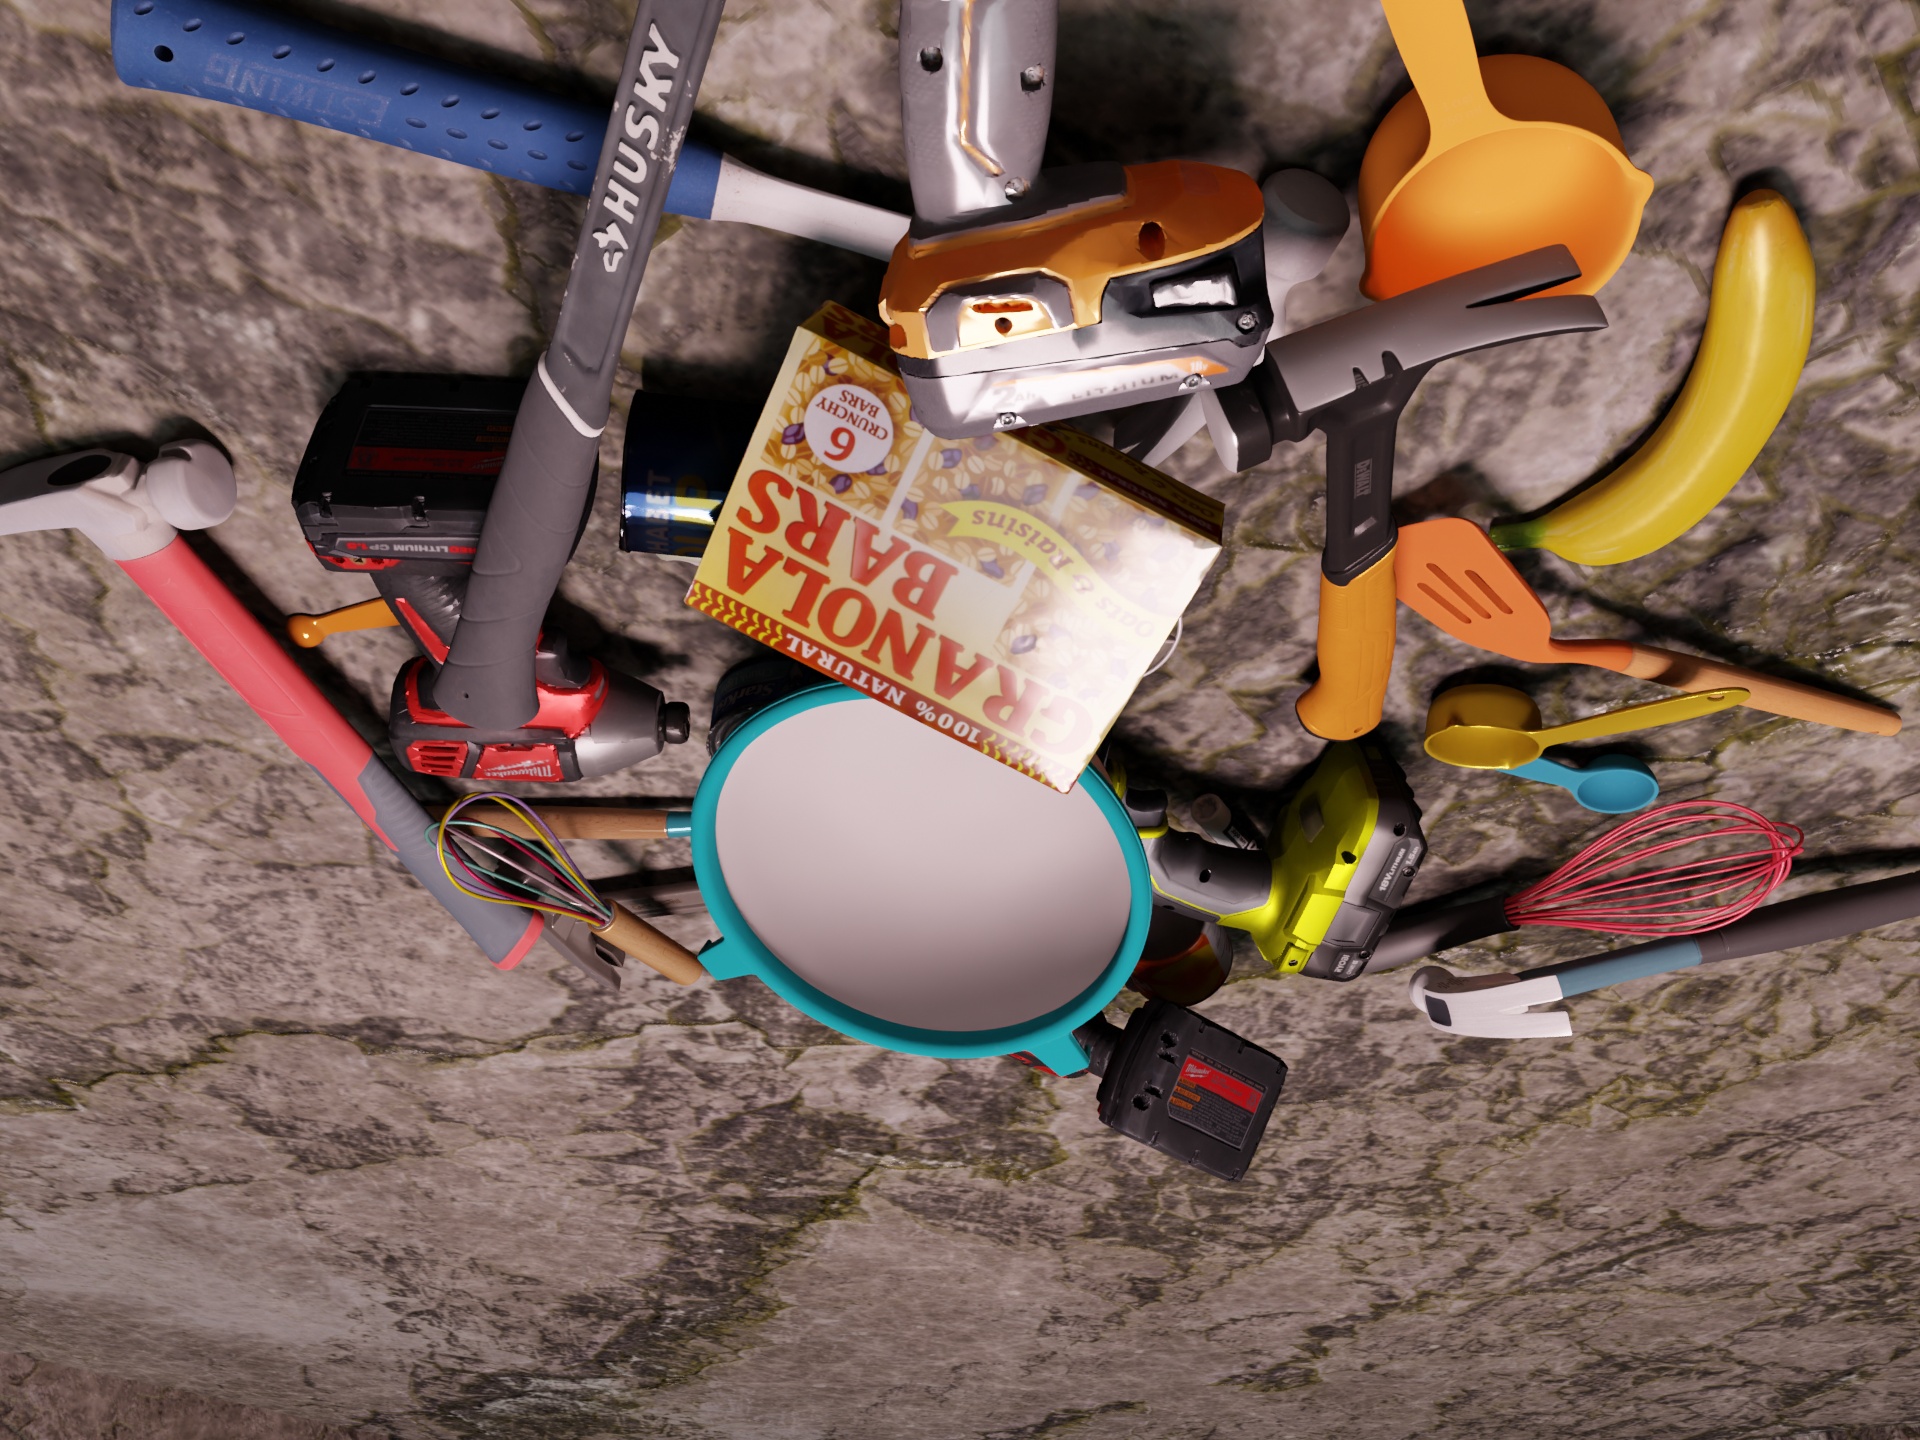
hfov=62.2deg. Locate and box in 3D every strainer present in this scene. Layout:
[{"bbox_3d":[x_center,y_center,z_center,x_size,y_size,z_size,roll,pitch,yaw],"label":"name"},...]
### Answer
[{"bbox_3d":[-0.001,-0.002,0.708,0.211,0.095,0.340,15,123,5],"label":"strainer"}]

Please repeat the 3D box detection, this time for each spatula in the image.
[{"bbox_3d":[0.330,-0.035,0.750,0.322,0.041,0.081,11,169,-23],"label":"spatula"},{"bbox_3d":[-0.194,0.061,0.904,0.317,0.044,0.082,0,109,7],"label":"spatula"}]

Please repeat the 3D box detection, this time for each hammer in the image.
[{"bbox_3d":[-0.126,-0.122,0.513,0.149,0.036,0.408,35,137,1],"label":"hammer"},{"bbox_3d":[0.170,-0.064,0.650,0.127,0.034,0.336,-20,157,4],"label":"hammer"},{"bbox_3d":[0.434,0.128,0.918,0.331,0.033,0.128,-15,178,4],"label":"hammer"},{"bbox_3d":[-0.092,0.103,0.966,0.359,0.037,0.149,-9,143,16],"label":"hammer"},{"bbox_3d":[-0.077,-0.181,0.563,0.405,0.035,0.144,12,143,-14],"label":"hammer"},{"bbox_3d":[-0.338,0.016,0.824,0.143,0.038,0.385,-7,139,16],"label":"hammer"}]

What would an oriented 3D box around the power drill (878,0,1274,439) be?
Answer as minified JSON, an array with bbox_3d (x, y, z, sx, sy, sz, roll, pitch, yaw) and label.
[{"bbox_3d":[0.040,-0.208,0.455,0.185,0.084,0.226,-10,126,9],"label":"power drill"}]

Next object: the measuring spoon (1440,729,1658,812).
[{"bbox_3d":[0.308,0.018,0.847,0.128,0.021,0.042,16,145,-4],"label":"measuring spoon"}]

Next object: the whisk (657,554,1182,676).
[{"bbox_3d":[-0.019,-0.062,0.723,0.246,0.058,0.059,10,110,-5],"label":"whisk"}]

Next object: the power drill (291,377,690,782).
[{"bbox_3d":[-0.203,-0.047,0.720,0.143,0.079,0.219,2,145,0],"label":"power drill"}]

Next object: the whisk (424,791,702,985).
[{"bbox_3d":[-0.218,0.106,0.902,0.051,0.047,0.244,-22,146,12],"label":"whisk"}]

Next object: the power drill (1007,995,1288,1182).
[{"bbox_3d":[0.066,0.193,0.984,0.187,0.080,0.227,32,169,-34],"label":"power drill"}]

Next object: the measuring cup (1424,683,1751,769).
[{"bbox_3d":[0.299,-0.007,0.768,0.156,0.029,0.062,-15,148,42],"label":"measuring cup"}]

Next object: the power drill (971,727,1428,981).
[{"bbox_3d":[0.117,0.050,0.829,0.228,0.080,0.190,10,125,-10],"label":"power drill"}]

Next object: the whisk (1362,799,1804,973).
[{"bbox_3d":[0.340,0.107,0.932,0.073,0.073,0.296,31,141,-34],"label":"whisk"}]

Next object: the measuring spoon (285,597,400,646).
[{"bbox_3d":[-0.280,-0.050,0.779,0.117,0.011,0.021,-9,143,15],"label":"measuring spoon"}]

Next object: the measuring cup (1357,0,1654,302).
[{"bbox_3d":[0.159,-0.201,0.509,0.095,0.052,0.173,-17,139,24],"label":"measuring cup"}]
